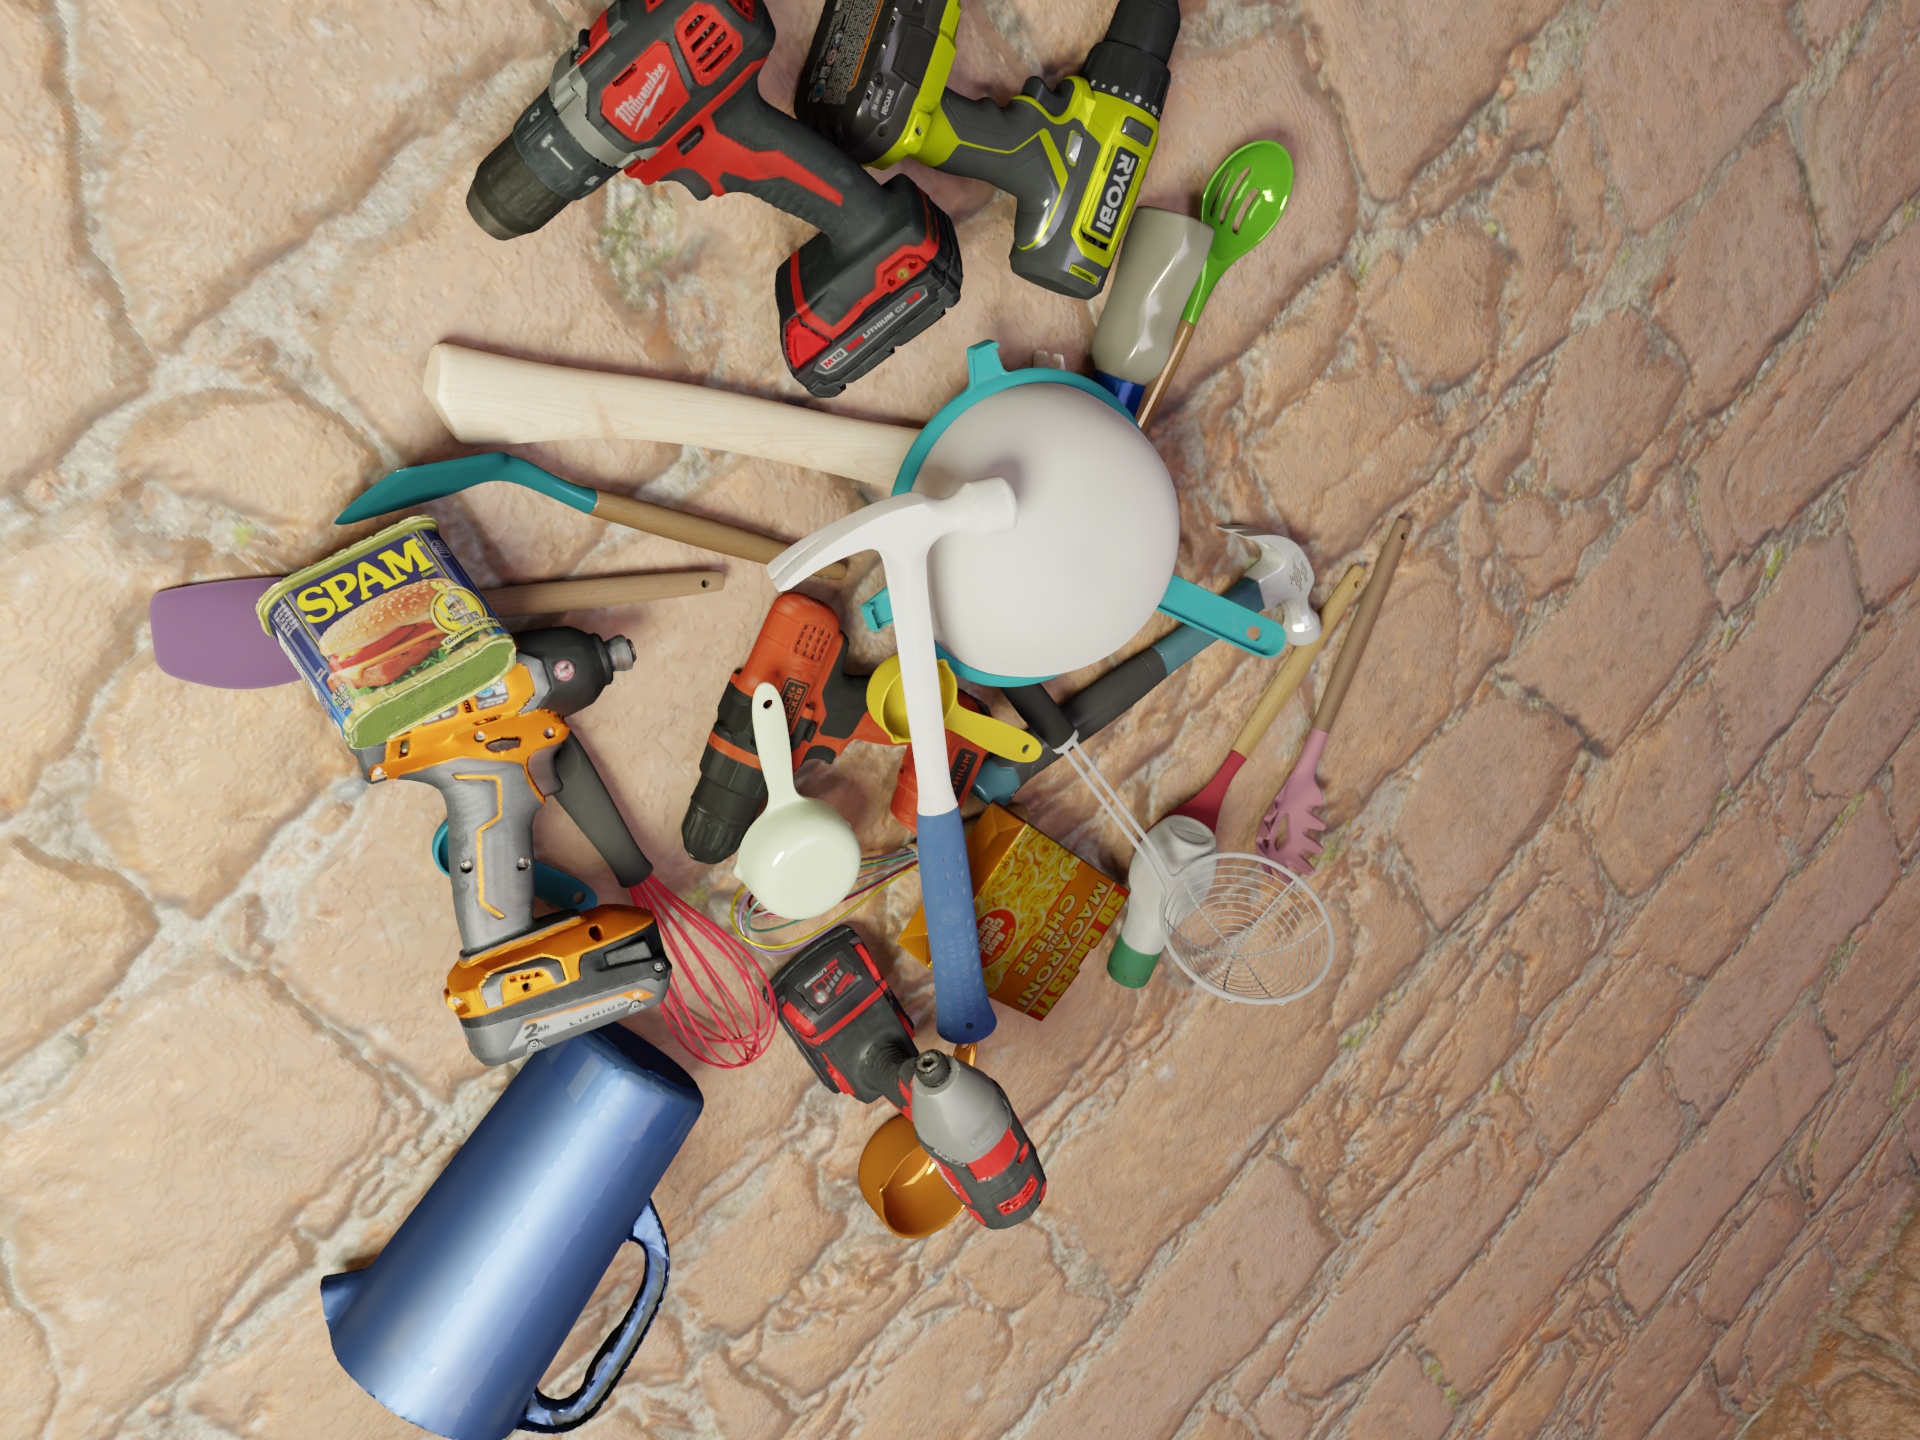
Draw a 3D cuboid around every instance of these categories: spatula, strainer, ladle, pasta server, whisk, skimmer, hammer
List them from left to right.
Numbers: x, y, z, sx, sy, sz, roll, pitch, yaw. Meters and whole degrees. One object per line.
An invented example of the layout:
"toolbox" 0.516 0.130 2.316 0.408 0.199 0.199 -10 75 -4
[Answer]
"spatula" -0.281 -0.062 0.897 0.315 0.018 0.059 -10 109 -30
"spatula" -0.192 -0.110 0.921 0.317 0.082 0.044 11 67 -41
"whisk" -0.196 0.113 1.007 0.073 0.073 0.295 -36 119 -18
"hammer" -0.110 -0.183 0.956 0.410 0.038 0.146 3 105 -35
"whisk" -0.052 0.099 1.111 0.245 0.047 0.051 -19 131 -32
"hammer" -0.022 0.047 1.001 0.144 0.035 0.405 -14 123 -11
"strainer" 0.115 -0.095 1.044 0.340 0.095 0.211 20 95 -32
"skimmer" 0.129 0.053 1.118 0.363 0.090 0.127 51 53 -17
"hammer" 0.138 -0.035 1.189 0.331 0.033 0.128 -35 126 -18
"ladle" 0.239 0.006 1.282 0.069 0.031 0.315 37 84 -37
"pasta server" 0.313 -0.016 1.316 0.060 0.040 0.316 17 98 -27

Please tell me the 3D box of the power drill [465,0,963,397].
"power drill" -0.128 -0.272 0.849 0.188 0.080 0.226 -31 136 24

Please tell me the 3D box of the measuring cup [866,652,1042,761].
"measuring cup" -0.002 -0.003 1.042 0.156 0.029 0.062 24 99 -46

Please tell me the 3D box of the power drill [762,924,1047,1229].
"power drill" -0.037 0.232 1.056 0.078 0.220 0.143 -38 126 -16

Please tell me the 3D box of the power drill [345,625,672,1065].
"power drill" -0.239 0.061 0.901 0.164 0.084 0.226 -19 99 -21

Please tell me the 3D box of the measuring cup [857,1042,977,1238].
"measuring cup" -0.025 0.303 1.204 0.095 0.052 0.173 6 103 -36

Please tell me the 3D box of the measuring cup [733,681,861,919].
"measuring cup" -0.103 0.053 0.985 0.083 0.038 0.167 -21 127 -21

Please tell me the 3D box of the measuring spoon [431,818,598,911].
"measuring spoon" -0.272 0.089 0.971 0.128 0.021 0.042 38 81 -48

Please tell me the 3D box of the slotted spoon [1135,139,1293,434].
"slotted spoon" 0.144 -0.255 1.108 0.070 0.031 0.314 21 98 -38

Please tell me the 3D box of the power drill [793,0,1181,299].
"power drill" 0.030 -0.379 0.948 0.228 0.080 0.190 13 101 -40
